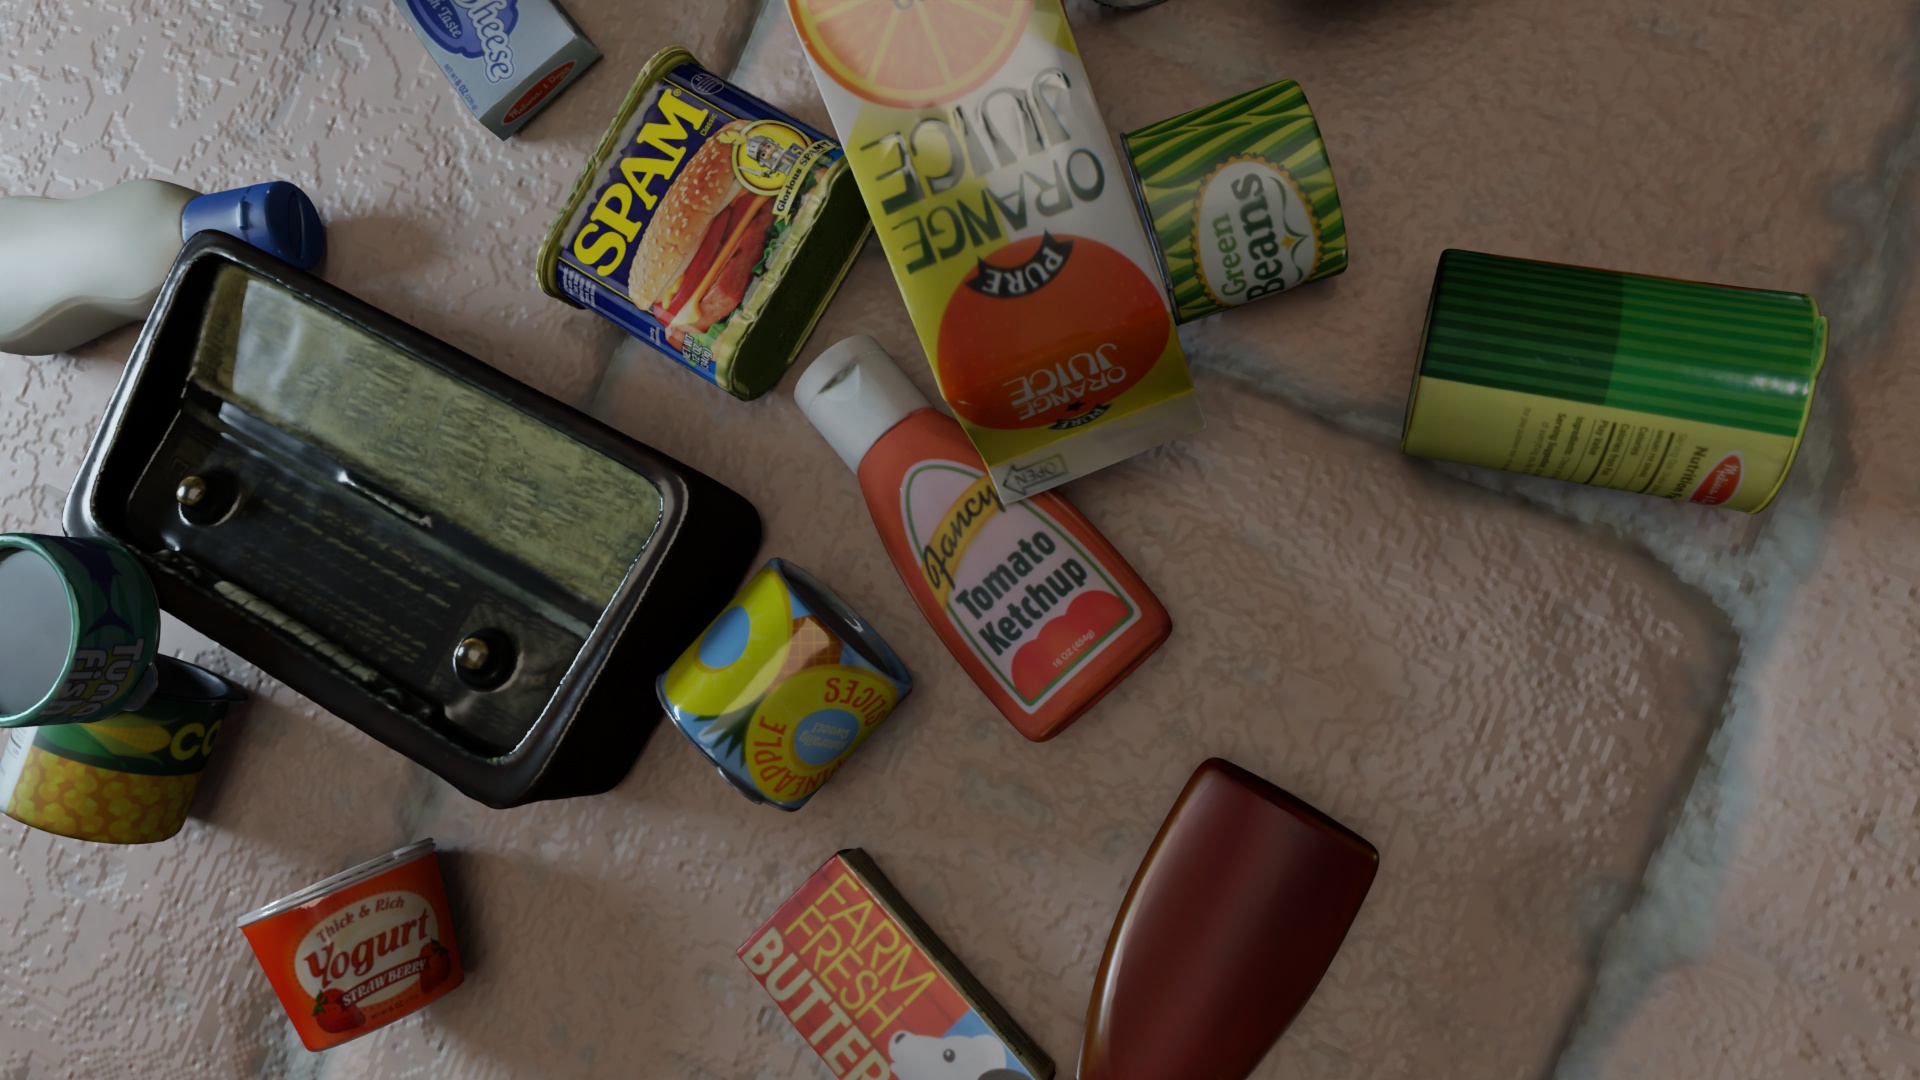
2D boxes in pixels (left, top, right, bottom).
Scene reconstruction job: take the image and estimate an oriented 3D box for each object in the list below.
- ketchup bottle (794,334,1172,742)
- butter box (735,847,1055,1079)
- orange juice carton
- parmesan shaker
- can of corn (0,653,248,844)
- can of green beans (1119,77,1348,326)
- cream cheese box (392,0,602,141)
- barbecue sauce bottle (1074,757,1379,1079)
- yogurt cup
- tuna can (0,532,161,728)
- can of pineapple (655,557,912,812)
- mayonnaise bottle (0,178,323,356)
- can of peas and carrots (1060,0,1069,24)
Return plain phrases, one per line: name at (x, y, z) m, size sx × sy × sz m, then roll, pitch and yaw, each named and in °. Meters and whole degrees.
ketchup bottle at (0.002, -0.006, 0.473) m, size 0.064 × 0.043 × 0.149 m, roll -41°, pitch 76°, yaw 2°
butter box at (-0.022, 0.158, 0.467) m, size 0.053 × 0.024 × 0.103 m, roll -46°, pitch 76°, yaw 3°
orange juice carton at (0.010, -0.110, 0.423) m, size 0.072 × 0.073 × 0.192 m, roll -20°, pitch 101°, yaw 9°
parmesan shaker at (0.193, -0.051, 0.421) m, size 0.103 × 0.071 × 0.071 m, roll 12°, pitch 86°, yaw 14°
can of corn at (-0.317, 0.076, 0.525) m, size 0.071 × 0.071 × 0.058 m, roll 19°, pitch 88°, yaw 14°
can of green beans at (0.089, -0.110, 0.455) m, size 0.058 × 0.071 × 0.071 m, roll -16°, pitch 80°, yaw 10°
cream cheese box at (-0.194, -0.216, 0.555) m, size 0.053 × 0.024 × 0.104 m, roll -38°, pitch 77°, yaw 4°
barbecue sauce bottle at (0.070, 0.147, 0.438) m, size 0.065 × 0.043 × 0.148 m, roll 29°, pitch 90°, yaw 15°
yogurt cup at (-0.212, 0.144, 0.493) m, size 0.072 × 0.072 × 0.054 m, roll -23°, pitch 87°, yaw 9°
tuna can at (-0.310, 0.032, 0.472) m, size 0.071 × 0.033 × 0.071 m, roll -1°, pitch 86°, yaw 16°
can of pineapple at (-0.058, 0.049, 0.467) m, size 0.071 × 0.071 × 0.058 m, roll 44°, pitch 94°, yaw 14°
mayonnaise bottle at (-0.336, -0.116, 0.567) m, size 0.148 × 0.041 × 0.065 m, roll -7°, pitch 83°, yaw 11°
can of peas and carrots at (0.008, -0.176, 0.481) m, size 0.059 × 0.071 × 0.071 m, roll -13°, pitch 80°, yaw 10°
